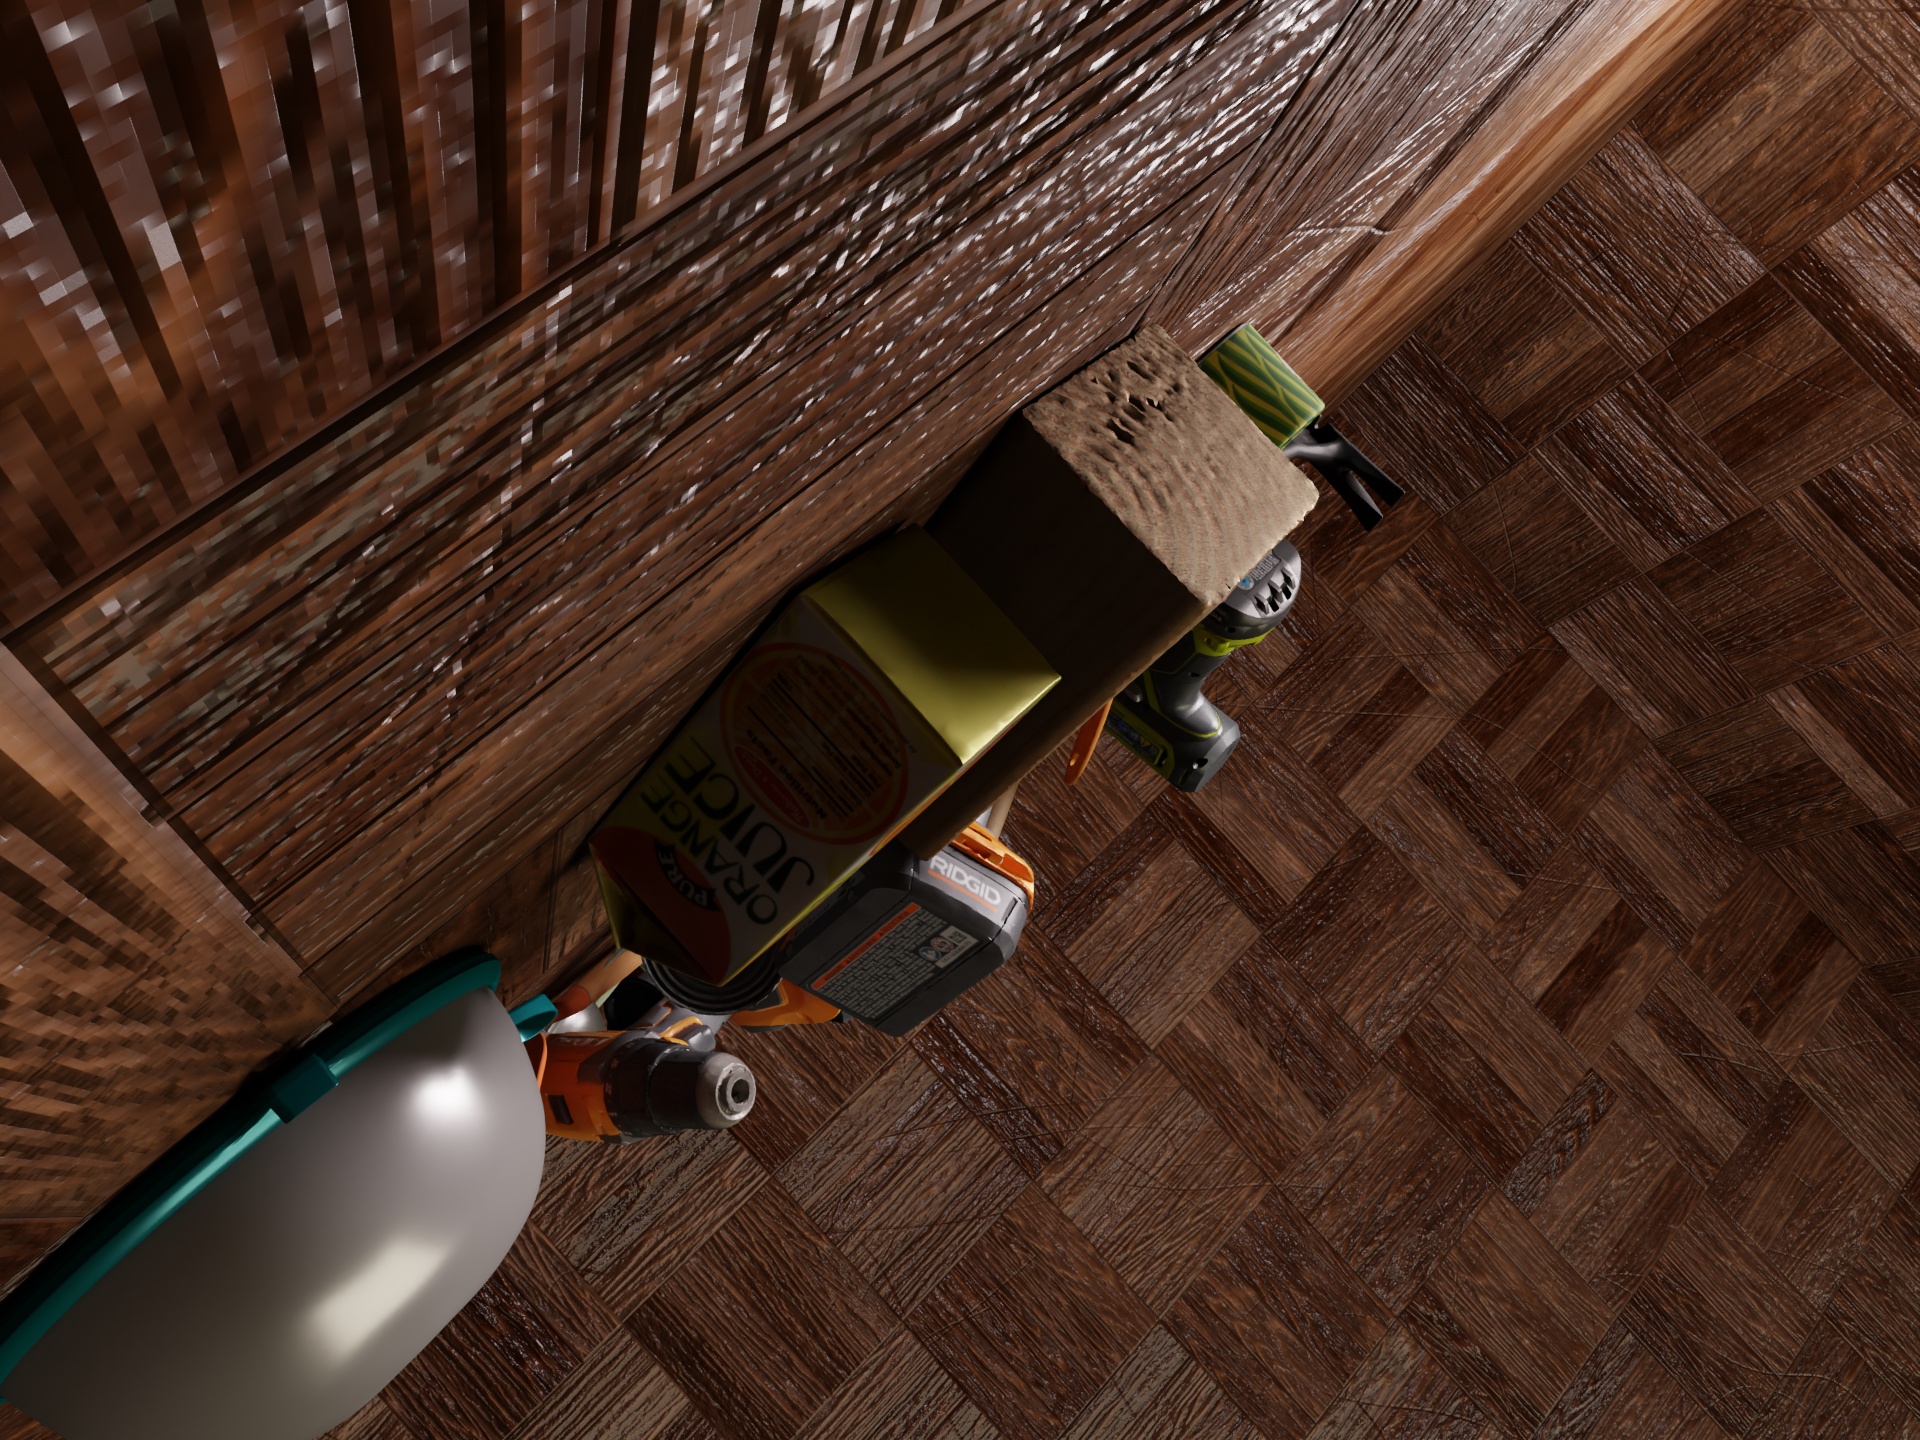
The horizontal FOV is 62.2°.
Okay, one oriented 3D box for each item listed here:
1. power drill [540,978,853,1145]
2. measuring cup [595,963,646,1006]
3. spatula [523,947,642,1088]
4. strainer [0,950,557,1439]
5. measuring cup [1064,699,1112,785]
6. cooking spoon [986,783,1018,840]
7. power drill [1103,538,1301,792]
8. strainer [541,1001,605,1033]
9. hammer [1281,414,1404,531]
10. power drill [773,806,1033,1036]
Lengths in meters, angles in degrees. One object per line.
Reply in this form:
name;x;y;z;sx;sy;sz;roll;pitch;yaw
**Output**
power drill;-0.146;0.184;0.973;0.185;0.084;0.226;-8;-166;38
measuring cup;-0.219;0.179;1.137;0.167;0.038;0.083;-46;176;30
spatula;-0.211;0.163;0.947;0.081;0.041;0.322;-18;-170;23
strainer;-0.209;0.180;0.614;0.211;0.095;0.340;-43;176;8
measuring cup;0.065;-0.050;0.845;0.095;0.052;0.174;-30;-146;56
cooking spoon;0.058;-0.013;1.235;0.068;0.017;0.319;-46;-160;55
power drill;0.131;-0.069;1.126;0.080;0.191;0.228;-41;163;-30
strainer;-0.281;0.231;1.098;0.087;0.050;0.258;-58;-172;-25
hammer;0.144;-0.130;0.871;0.034;0.127;0.337;-50;168;33
power drill;-0.015;0.036;0.785;0.164;0.084;0.227;-43;-158;44
